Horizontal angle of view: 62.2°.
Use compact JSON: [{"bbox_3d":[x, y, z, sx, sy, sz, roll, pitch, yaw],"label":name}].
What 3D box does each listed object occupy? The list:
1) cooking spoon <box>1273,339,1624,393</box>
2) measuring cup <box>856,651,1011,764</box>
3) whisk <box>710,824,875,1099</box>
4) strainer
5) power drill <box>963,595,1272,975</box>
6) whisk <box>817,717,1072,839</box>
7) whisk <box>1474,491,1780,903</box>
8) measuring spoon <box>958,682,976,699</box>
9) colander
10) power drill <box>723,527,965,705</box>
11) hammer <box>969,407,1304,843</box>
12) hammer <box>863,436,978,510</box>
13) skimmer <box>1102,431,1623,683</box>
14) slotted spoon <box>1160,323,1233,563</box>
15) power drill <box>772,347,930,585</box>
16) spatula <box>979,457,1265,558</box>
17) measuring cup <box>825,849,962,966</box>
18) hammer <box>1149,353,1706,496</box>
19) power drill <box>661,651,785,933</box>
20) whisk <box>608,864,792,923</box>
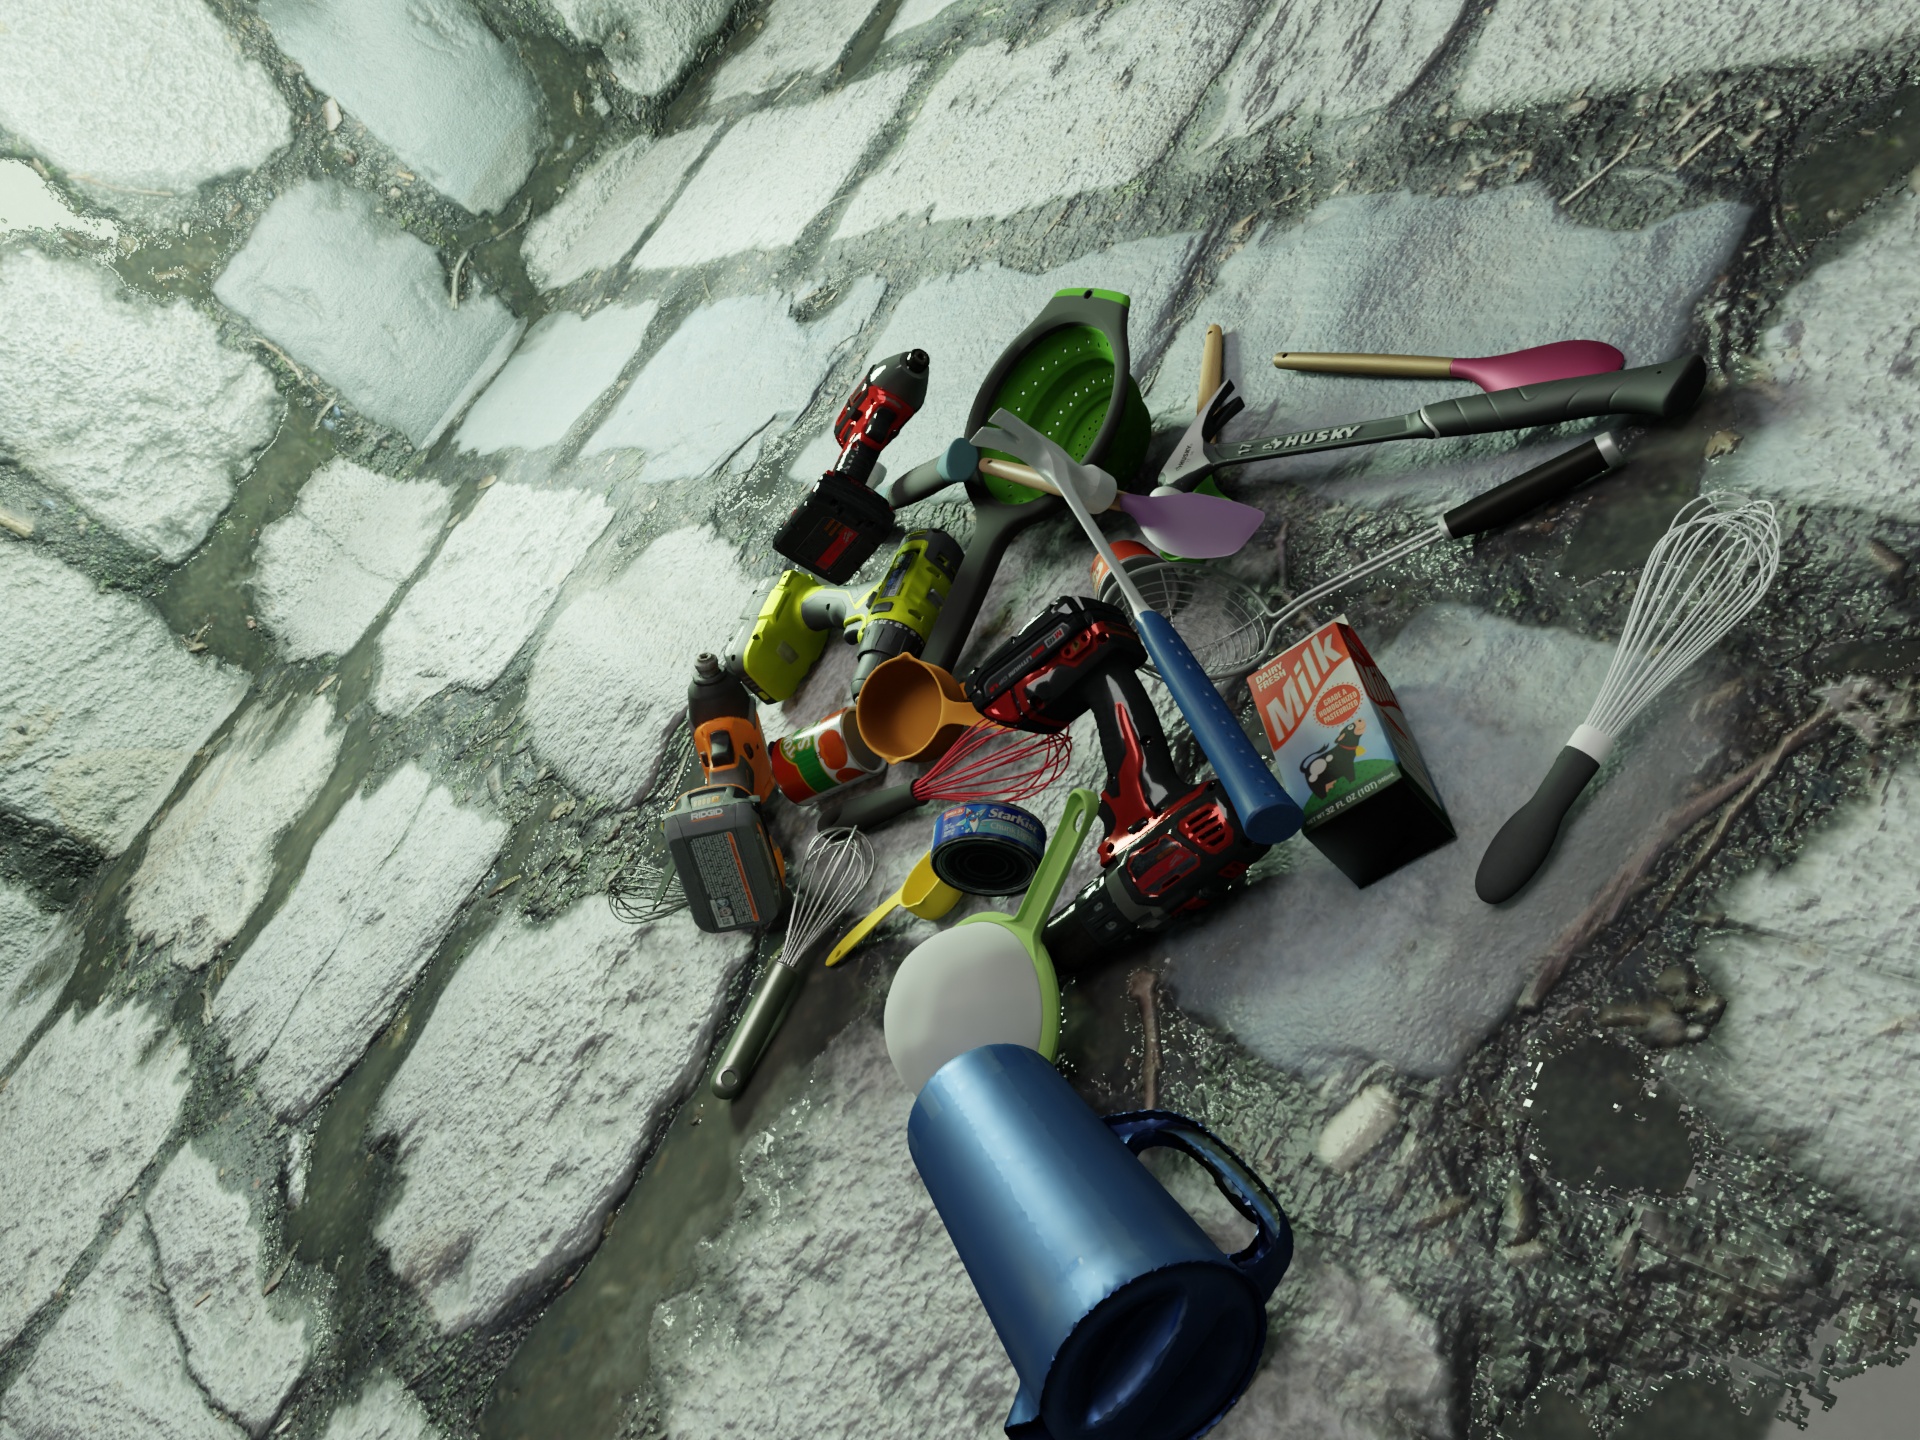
[{"bbox_3d":[0.362,-0.274,1.230,0.319,0.017,0.069,20,71,52],"label":"cooking spoon"},{"bbox_3d":[-0.002,-0.004,1.329,0.174,0.052,0.095,5,86,30],"label":"measuring cup"},{"bbox_3d":[-0.139,0.194,1.297,0.246,0.058,0.059,-63,3,-16],"label":"whisk"},{"bbox_3d":[0.016,0.155,1.061,0.152,0.069,0.256,43,114,49],"label":"strainer"},{"bbox_3d":[0.090,0.048,1.103,0.188,0.080,0.227,-40,64,24],"label":"power drill"},{"bbox_3d":[-0.019,0.053,1.294,0.296,0.073,0.073,-23,41,42],"label":"whisk"},{"bbox_3d":[0.384,-0.012,0.925,0.284,0.070,0.070,-55,35,-1],"label":"whisk"},{"bbox_3d":[0.023,-0.026,1.364,0.117,0.011,0.021,-11,45,46],"label":"measuring spoon"},{"bbox_3d":[0.068,-0.181,1.411,0.205,0.094,0.397,26,93,53],"label":"colander"},{"bbox_3d":[-0.113,-0.081,1.501,0.228,0.080,0.191,-7,49,40],"label":"power drill"},{"bbox_3d":[0.120,-0.075,1.078,0.035,0.144,0.406,-46,43,21],"label":"hammer"},{"bbox_3d":[-0.058,-0.219,1.526,0.331,0.033,0.128,-7,59,68],"label":"hammer"},{"bbox_3d":[0.273,-0.125,1.118,0.363,0.090,0.127,-27,39,27],"label":"skimmer"},{"bbox_3d":[0.210,-0.239,1.354,0.070,0.031,0.314,-21,41,33],"label":"slotted spoon"},{"bbox_3d":[-0.090,-0.247,1.487,0.143,0.078,0.220,-39,27,51],"label":"power drill"},{"bbox_3d":[0.113,-0.176,1.265,0.060,0.018,0.316,-49,40,-12],"label":"spatula"},{"bbox_3d":[-0.050,0.157,1.255,0.156,0.029,0.062,-43,21,29],"label":"measuring cup"},{"bbox_3d":[0.329,-0.219,1.169,0.409,0.036,0.149,-2,51,41],"label":"hammer"},{"bbox_3d":[-0.203,0.054,1.366,0.084,0.164,0.227,-11,33,1],"label":"power drill"},{"bbox_3d":[-0.238,0.159,1.434,0.239,0.055,0.055,-4,53,40],"label":"whisk"}]
